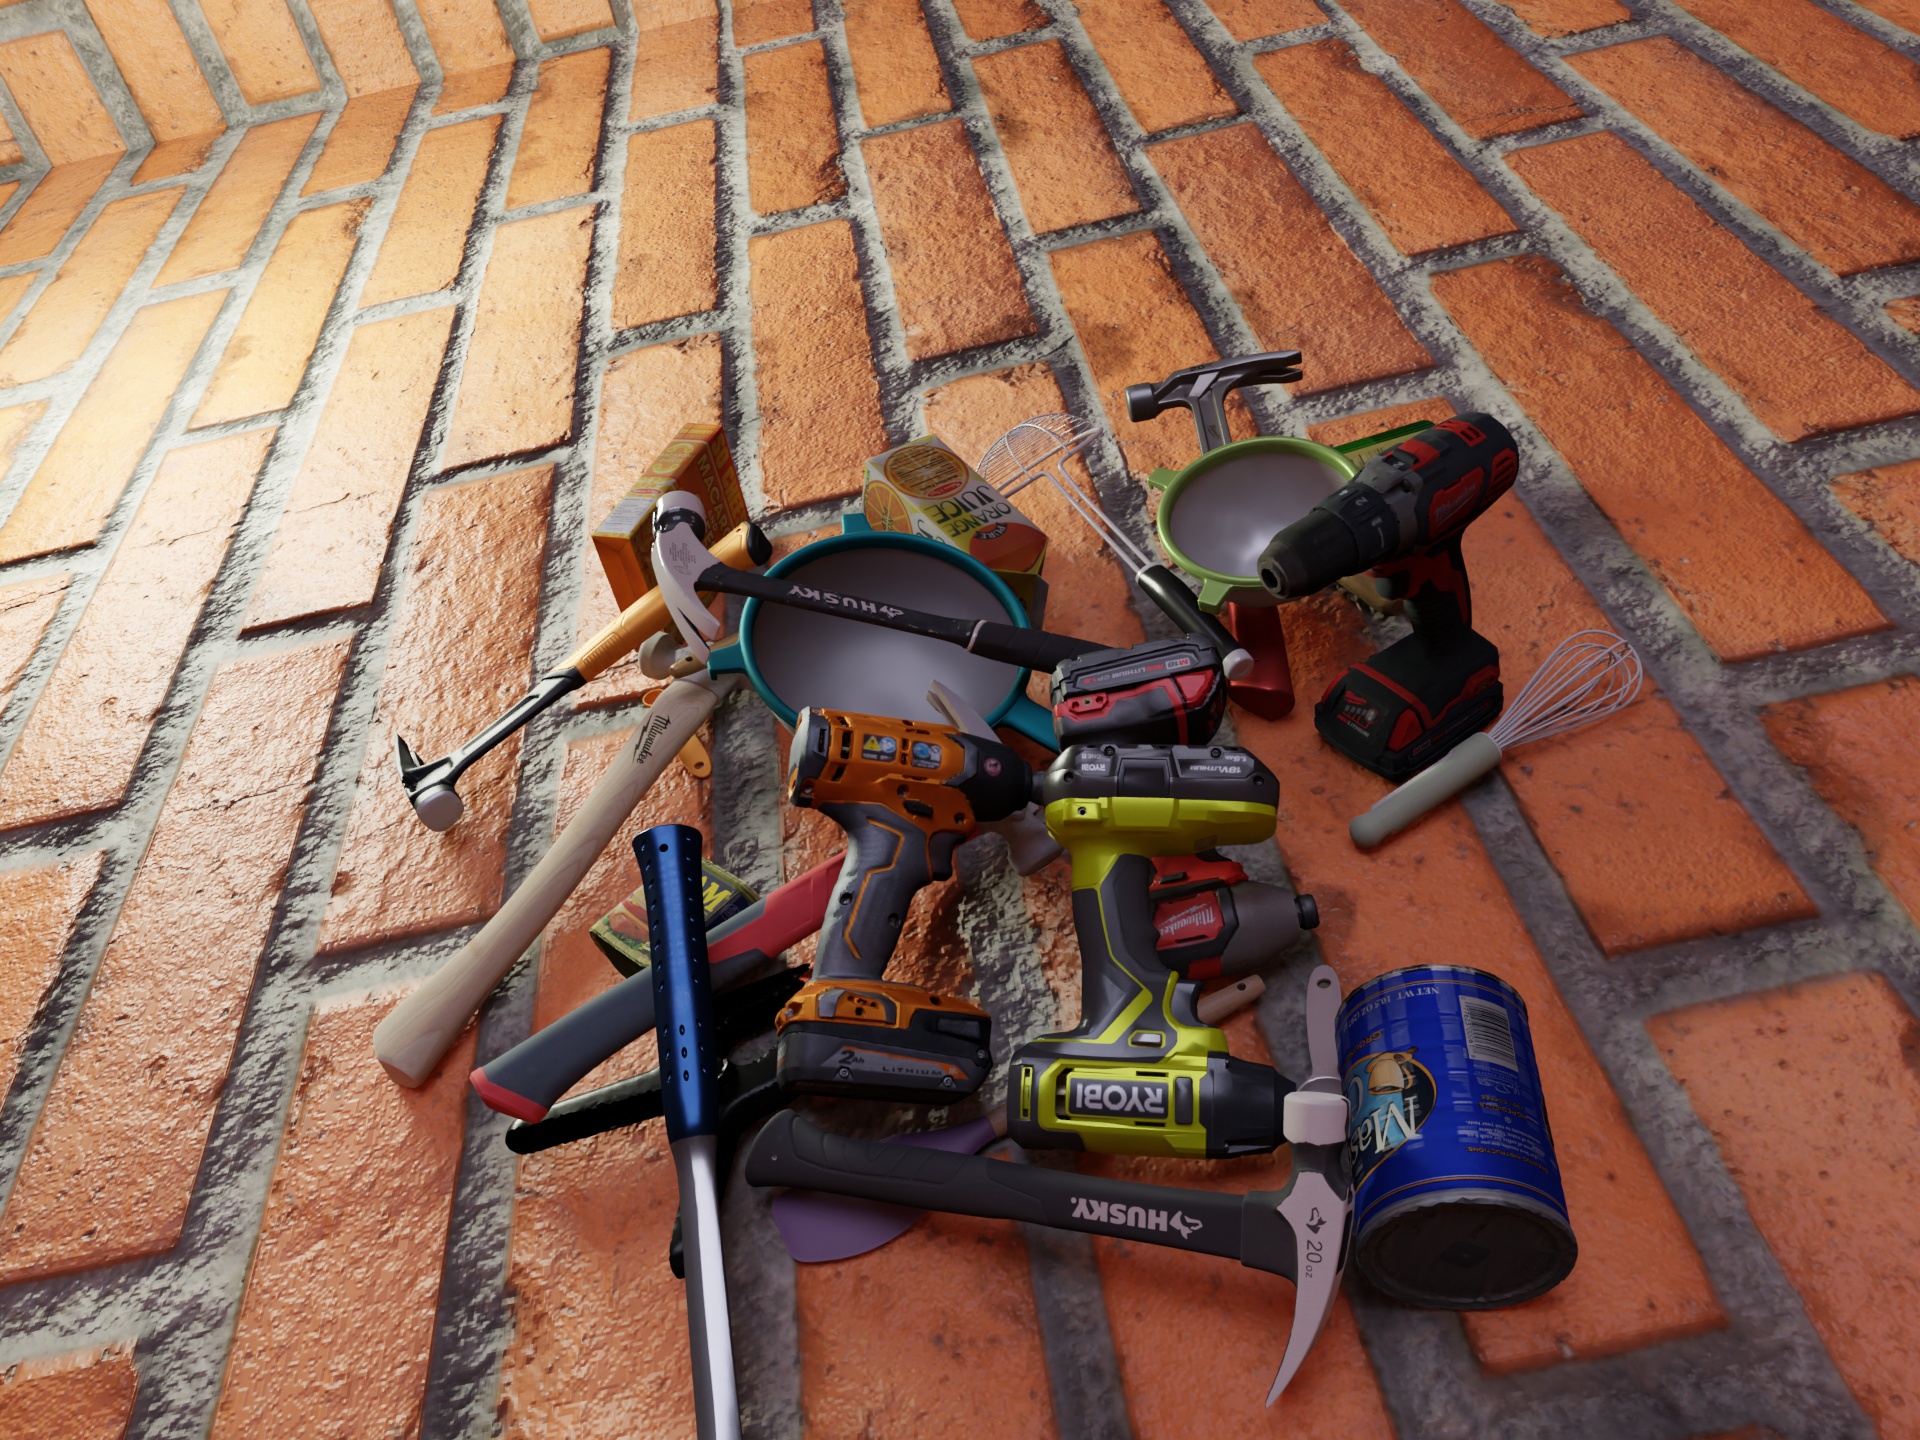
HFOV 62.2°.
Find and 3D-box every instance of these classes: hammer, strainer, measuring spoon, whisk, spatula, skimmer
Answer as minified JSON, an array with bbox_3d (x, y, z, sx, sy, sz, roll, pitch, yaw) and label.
[{"bbox_3d":[-0.263,0.090,1.134,0.146,0.038,0.411,14,50,22],"label":"hammer"},{"bbox_3d":[-0.002,-0.004,1.151,0.340,0.095,0.211,29,53,13],"label":"strainer"},{"bbox_3d":[-0.219,0.012,1.239,0.021,0.011,0.117,-27,46,-16],"label":"measuring spoon"},{"bbox_3d":[-0.137,0.237,0.859,0.144,0.035,0.406,-13,57,1],"label":"hammer"},{"bbox_3d":[0.355,0.013,1.053,0.246,0.057,0.059,-31,74,-14],"label":"whisk"},{"bbox_3d":[0.041,0.224,0.919,0.316,0.018,0.060,-26,47,-12],"label":"spatula"},{"bbox_3d":[0.266,-0.154,1.269,0.047,0.051,0.245,-24,44,-20],"label":"whisk"},{"bbox_3d":[0.123,-0.131,1.244,0.127,0.090,0.364,-34,50,-3],"label":"skimmer"},{"bbox_3d":[0.270,-0.146,1.145,0.256,0.069,0.152,-16,48,1],"label":"strainer"},{"bbox_3d":[0.212,0.190,0.919,0.034,0.018,0.124,-6,34,17],"label":"measuring spoon"},{"bbox_3d":[0.034,0.253,0.830,0.335,0.035,0.146,1,85,25],"label":"hammer"},{"bbox_3d":[-0.005,-0.059,1.072,0.408,0.036,0.149,12,35,-20],"label":"hammer"},{"bbox_3d":[-0.290,-0.048,1.238,0.337,0.034,0.127,-38,35,-8],"label":"hammer"},{"bbox_3d":[-0.128,0.116,0.988,0.386,0.038,0.143,-29,74,-19],"label":"hammer"},{"bbox_3d":[0.221,-0.153,1.231,0.149,0.036,0.359,-10,51,8],"label":"hammer"}]

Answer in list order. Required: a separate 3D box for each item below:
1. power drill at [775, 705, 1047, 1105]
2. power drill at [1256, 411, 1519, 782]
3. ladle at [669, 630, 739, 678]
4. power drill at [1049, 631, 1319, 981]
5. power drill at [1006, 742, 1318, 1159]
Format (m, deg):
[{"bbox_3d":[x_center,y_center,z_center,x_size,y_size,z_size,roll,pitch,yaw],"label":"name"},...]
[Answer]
[{"bbox_3d":[-0.026,0.108,0.945,0.164,0.084,0.227,7,69,-11],"label":"power drill"},{"bbox_3d":[0.274,-0.069,1.027,0.188,0.226,0.080,-30,43,-19],"label":"power drill"},{"bbox_3d":[-0.097,-0.099,1.279,0.315,0.031,0.069,-28,49,-31],"label":"ladle"},{"bbox_3d":[0.136,0.060,1.006,0.143,0.078,0.220,-11,59,4],"label":"power drill"},{"bbox_3d":[0.118,0.131,0.896,0.171,0.080,0.223,1,73,9],"label":"power drill"}]
